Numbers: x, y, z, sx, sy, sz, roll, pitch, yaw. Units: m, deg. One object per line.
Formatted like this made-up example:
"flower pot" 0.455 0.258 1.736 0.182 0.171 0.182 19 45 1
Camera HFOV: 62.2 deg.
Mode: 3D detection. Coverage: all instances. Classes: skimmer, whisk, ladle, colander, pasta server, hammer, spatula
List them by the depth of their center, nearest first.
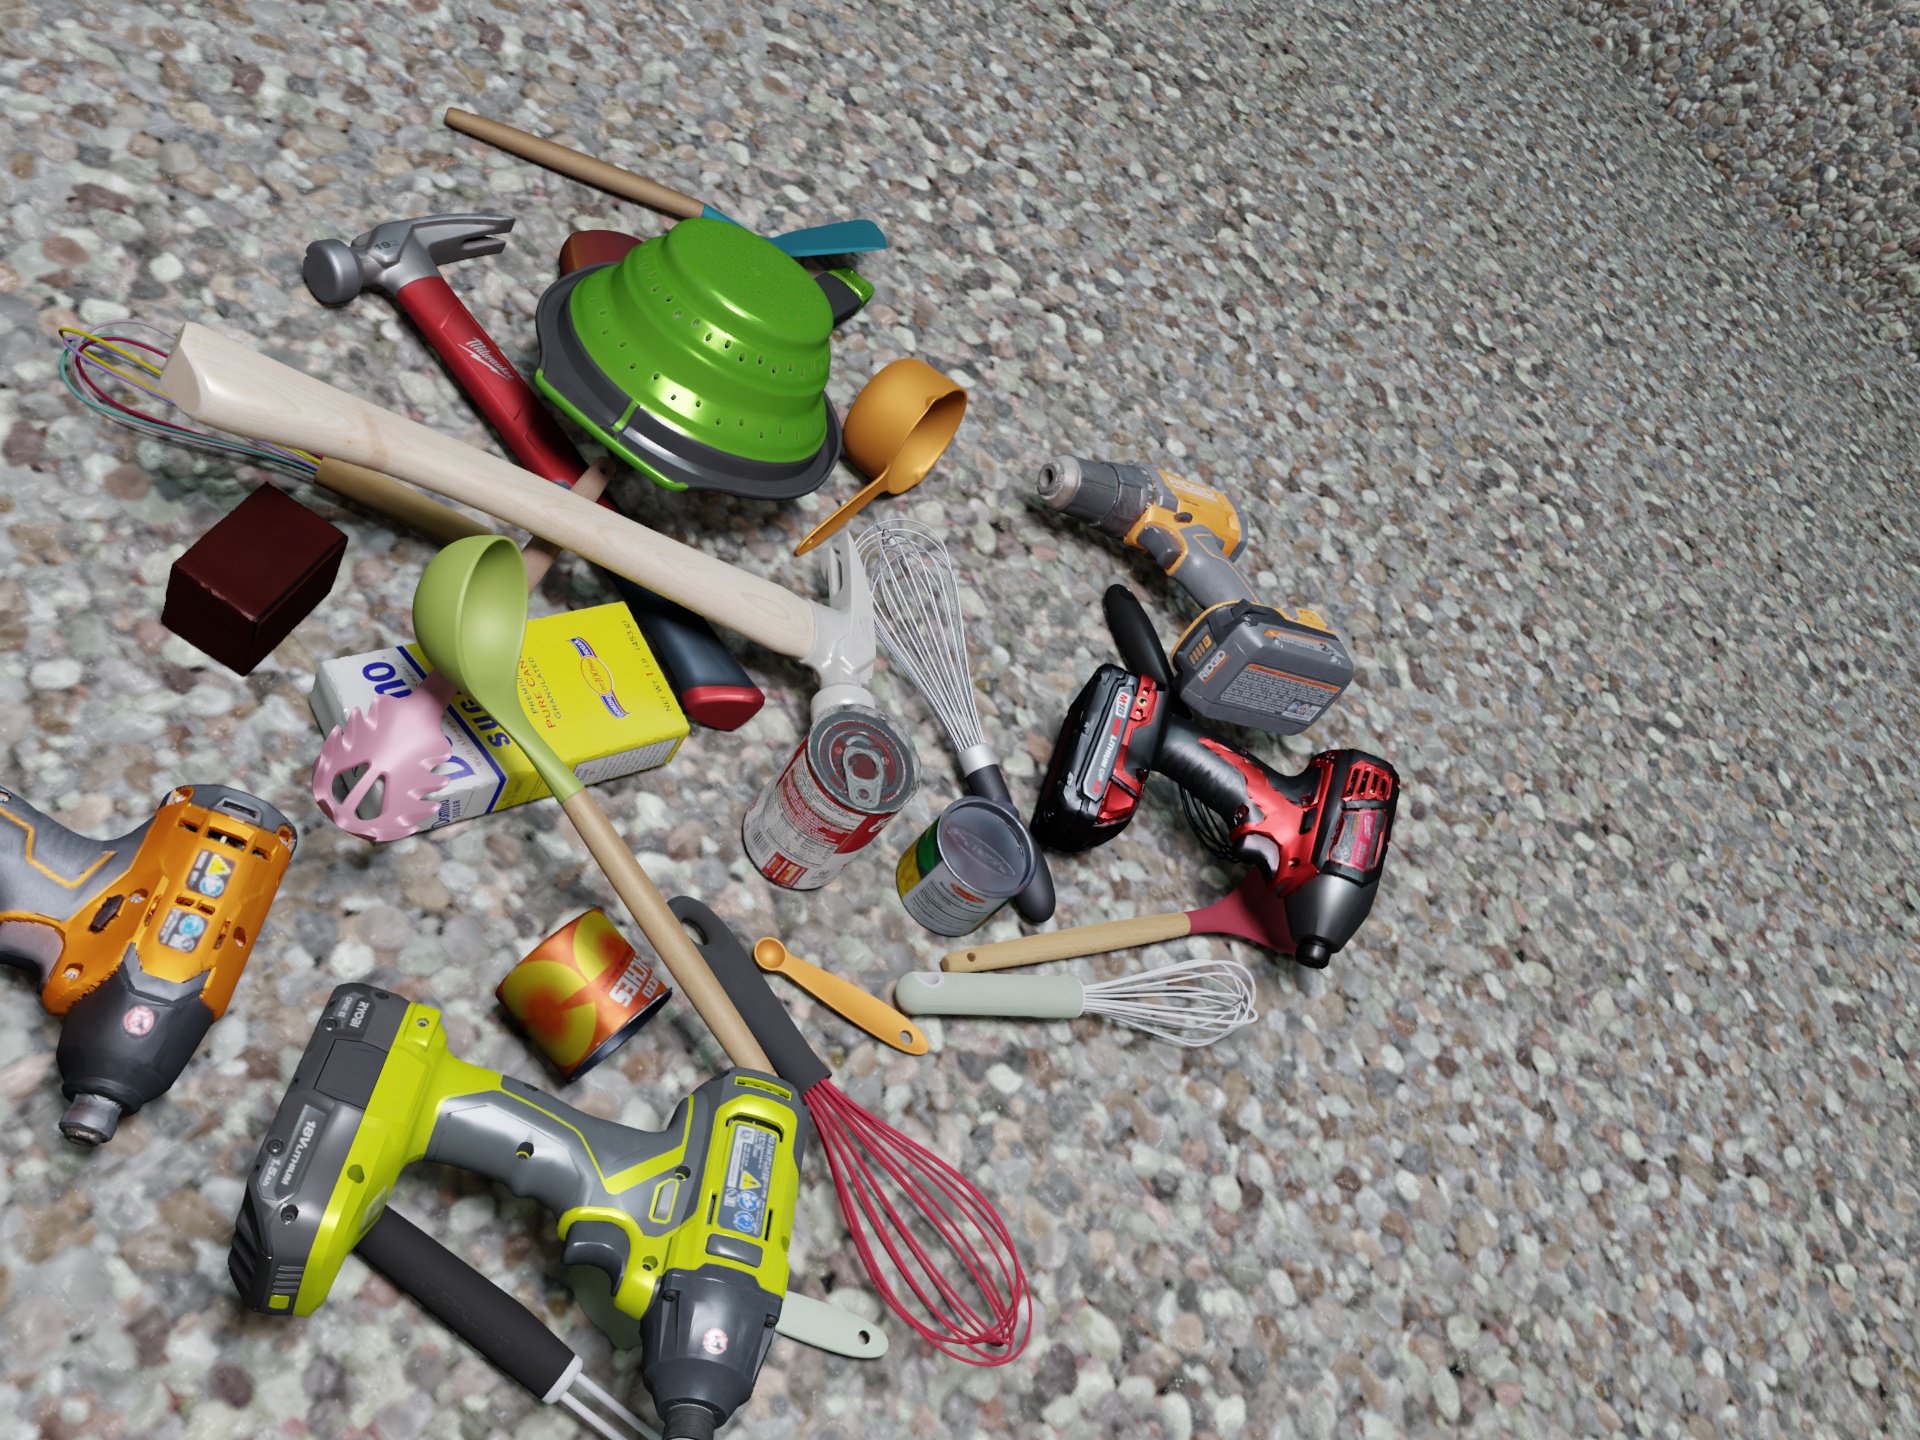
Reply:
"skimmer" -0.124 0.325 0.677 0.363 0.090 0.127 39 79 -1
"ladle" -0.167 0.053 0.785 0.320 0.062 0.078 57 14 -5
"whisk" -0.064 0.206 0.825 0.073 0.073 0.296 -27 70 -42
"pasta server" -0.247 -0.052 0.837 0.060 0.040 0.316 43 41 -20
"hammer" -0.217 -0.117 0.873 0.410 0.038 0.146 23 44 -34
"whisk" -0.376 -0.152 0.881 0.244 0.047 0.051 27 47 -19
"whisk" 0.075 0.167 0.950 0.246 0.059 0.058 6 20 -25
"hammer" -0.235 -0.158 0.979 0.143 0.038 0.386 -30 78 -44
"whisk" -0.003 -0.003 1.012 0.070 0.070 0.285 -11 71 -37
"ladle" 0.123 0.134 1.014 0.315 0.031 0.069 -4 61 -33
"colander" -0.120 -0.273 1.038 0.204 0.094 0.397 38 32 -2
"whisk" 0.155 -0.001 1.116 0.055 0.055 0.239 -2 57 -34
"spatula" -0.209 -0.388 1.152 0.317 0.044 0.082 15 27 -21

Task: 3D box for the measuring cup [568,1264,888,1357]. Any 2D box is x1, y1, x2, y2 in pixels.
"measuring cup" -0.103 0.270 0.762 0.167 0.038 0.083 25 49 -13

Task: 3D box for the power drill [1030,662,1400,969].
"power drill" 0.165 0.062 1.010 0.219 0.078 0.143 21 67 -3

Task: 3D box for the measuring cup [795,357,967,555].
"measuring cup" -0.069 -0.180 1.085 0.052 0.095 0.174 40 66 12

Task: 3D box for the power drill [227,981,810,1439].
"power drill" -0.182 0.210 0.682 0.223 0.080 0.171 19 39 -12

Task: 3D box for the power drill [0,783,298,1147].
"power drill" -0.419 0.076 0.670 0.226 0.084 0.164 25 50 -22

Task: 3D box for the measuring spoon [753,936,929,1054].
"measuring spoon" -0.067 0.156 0.889 0.117 0.011 0.021 34 48 -13

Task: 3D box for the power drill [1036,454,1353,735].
"power drill" 0.160 -0.102 1.135 0.185 0.084 0.226 12 39 -37
